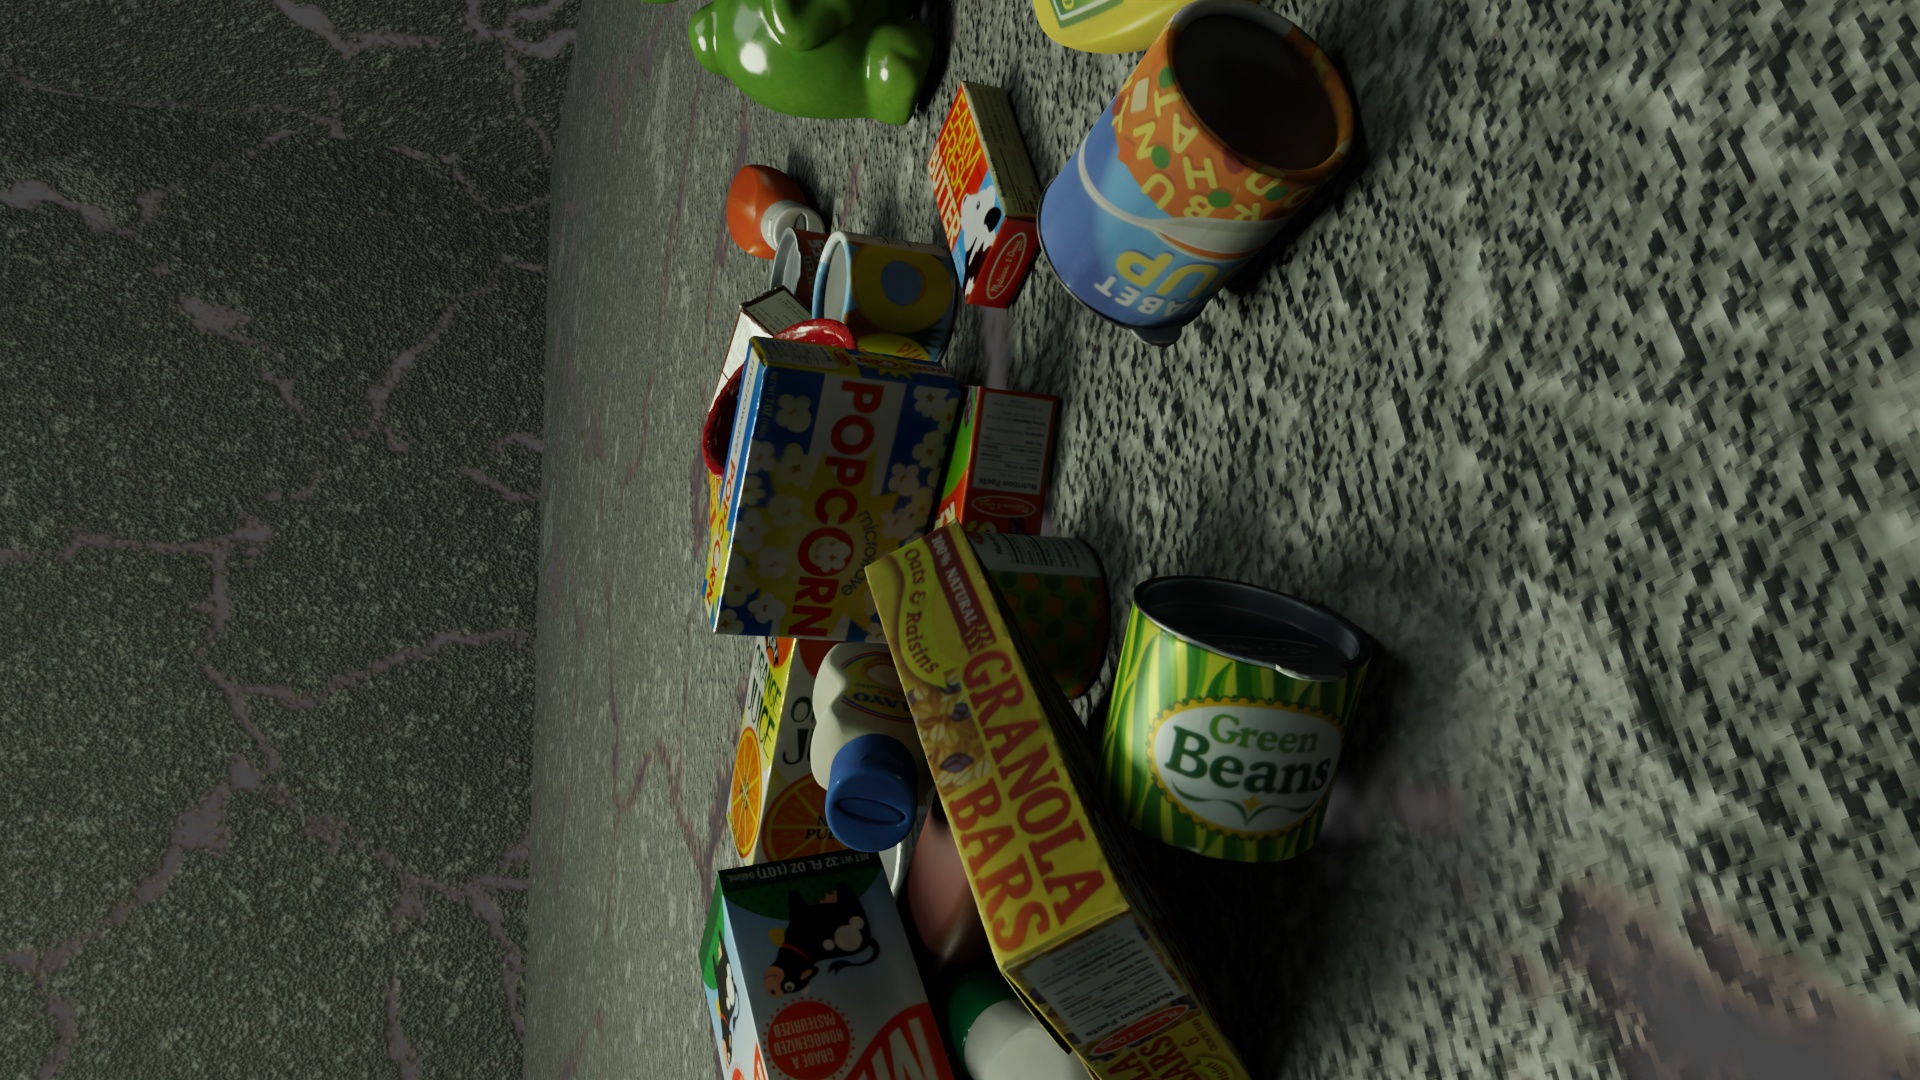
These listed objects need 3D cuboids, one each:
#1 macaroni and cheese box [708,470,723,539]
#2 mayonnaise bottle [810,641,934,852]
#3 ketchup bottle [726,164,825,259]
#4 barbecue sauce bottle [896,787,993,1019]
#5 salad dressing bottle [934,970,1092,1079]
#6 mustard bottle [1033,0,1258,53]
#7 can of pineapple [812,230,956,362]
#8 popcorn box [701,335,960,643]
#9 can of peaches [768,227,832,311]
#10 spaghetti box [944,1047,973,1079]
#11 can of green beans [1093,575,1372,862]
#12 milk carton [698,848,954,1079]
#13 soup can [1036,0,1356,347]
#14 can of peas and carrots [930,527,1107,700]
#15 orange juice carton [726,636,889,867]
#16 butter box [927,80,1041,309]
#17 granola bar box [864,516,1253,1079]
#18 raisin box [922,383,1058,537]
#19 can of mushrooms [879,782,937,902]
[{"bbox_3d":[-0.143,-0.067,0.989,0.165,0.040,0.124,129,141,-55],"label":"macaroni and cheese box"},{"bbox_3d":[-0.036,0.087,0.609,0.148,0.065,0.041,-97,21,-76],"label":"mayonnaise bottle"},{"bbox_3d":[-0.133,-0.229,0.991,0.149,0.043,0.064,-134,51,-62],"label":"ketchup bottle"},{"bbox_3d":[-0.003,0.155,0.590,0.065,0.044,0.147,-104,27,-54],"label":"barbecue sauce bottle"},{"bbox_3d":[0.031,0.194,0.500,0.147,0.044,0.064,-178,87,-70],"label":"salad dressing bottle"},{"bbox_3d":[0.072,-0.200,0.461,0.160,0.049,0.065,-146,51,-66],"label":"mustard bottle"},{"bbox_3d":[-0.041,-0.122,0.720,0.071,0.058,0.071,-175,89,-68],"label":"can of pineapple"},{"bbox_3d":[-0.058,-0.019,0.596,0.038,0.085,0.126,-124,44,-57],"label":"popcorn box"},{"bbox_3d":[-0.076,-0.147,0.815,0.071,0.058,0.071,-174,89,-68],"label":"can of peaches"},{"bbox_3d":[-0.025,0.244,0.646,0.250,0.029,0.050,-143,61,-64],"label":"spaghetti box"},{"bbox_3d":[0.074,0.048,0.386,0.071,0.071,0.057,-135,53,-62],"label":"can of green beans"},{"bbox_3d":[-0.046,0.223,0.543,0.073,0.072,0.191,109,147,-42],"label":"milk carton"},{"bbox_3d":[0.072,-0.111,0.428,0.083,0.071,0.071,135,135,-58],"label":"soup can"},{"bbox_3d":[0.017,0.032,0.545,0.071,0.059,0.071,-175,89,-69],"label":"can of peas and carrots"},{"bbox_3d":[-0.068,0.082,0.727,0.072,0.073,0.192,-131,51,-62],"label":"orange juice carton"},{"bbox_3d":[0.012,-0.161,0.643,0.052,0.024,0.104,118,148,-44],"label":"butter box"},{"bbox_3d":[0.028,0.089,0.438,0.123,0.039,0.166,58,-175,-39],"label":"granola bar box"},{"bbox_3d":[0.002,-0.008,0.616,0.086,0.040,0.123,-159,76,-67],"label":"raisin box"},{"bbox_3d":[-0.026,0.142,0.663,0.071,0.033,0.071,-175,89,-68],"label":"can of mushrooms"}]
